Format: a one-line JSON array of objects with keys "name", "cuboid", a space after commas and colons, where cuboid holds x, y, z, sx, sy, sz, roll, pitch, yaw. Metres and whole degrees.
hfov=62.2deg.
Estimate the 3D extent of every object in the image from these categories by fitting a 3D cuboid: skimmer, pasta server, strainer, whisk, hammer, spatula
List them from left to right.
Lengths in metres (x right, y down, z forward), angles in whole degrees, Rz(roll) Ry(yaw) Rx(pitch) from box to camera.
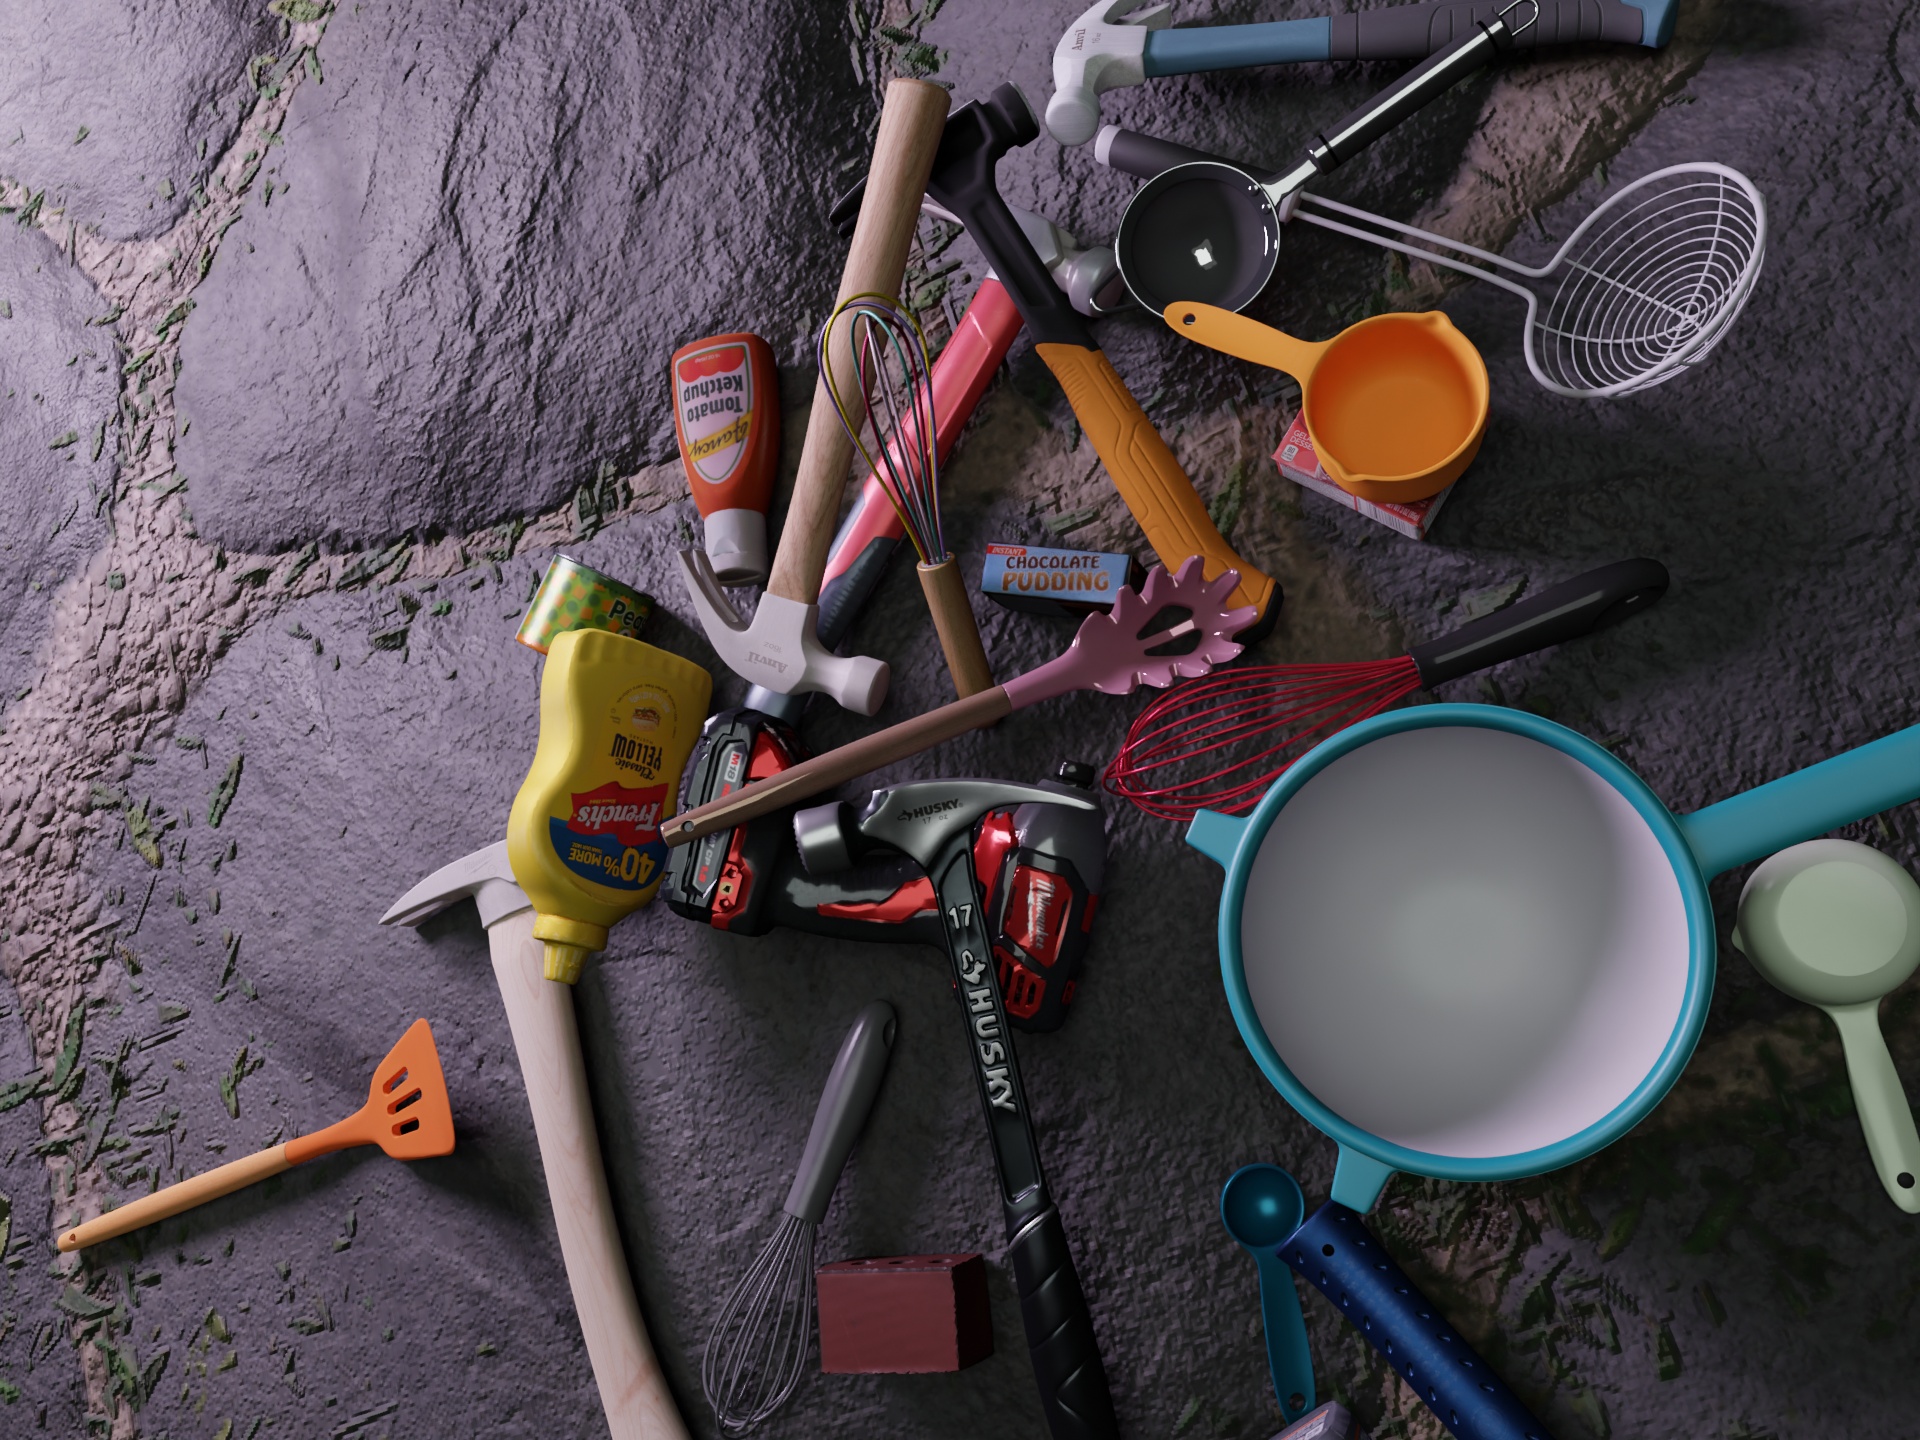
[{"name": "spatula", "cuboid": [-0.433, 0.272, 0.970, 0.322, 0.041, 0.081, -23, 73, 14]}, {"name": "hammer", "cuboid": [-0.224, 0.267, 0.901, 0.146, 0.038, 0.411, -24, 72, 15]}, {"name": "whisk", "cuboid": [-0.081, 0.264, 0.850, 0.055, 0.055, 0.239, 17, 80, 22]}, {"name": "hammer", "cuboid": [-0.066, -0.177, 0.862, 0.130, 0.031, 0.331, 17, 98, 15]}, {"name": "hammer", "cuboid": [-0.058, -0.126, 0.926, 0.143, 0.038, 0.386, 30, 89, 23]}, {"name": "whisk", "cuboid": [-0.015, -0.105, 0.834, 0.051, 0.244, 0.047, 9, 36, 44]}, {"name": "pasta server", "cuboid": [-0.001, -0.003, 0.799, 0.316, 0.040, 0.060, -22, 81, -6]}, {"name": "hammer", "cuboid": [0.036, 0.225, 0.776, 0.149, 0.036, 0.409, -14, 87, 3]}, {"name": "hammer", "cuboid": [0.063, -0.179, 0.862, 0.127, 0.034, 0.337, -32, 81, 5]}, {"name": "strainer", "cuboid": [0.180, -0.284, 0.819, 0.258, 0.050, 0.087, -32, 82, 18]}, {"name": "hammer", "cuboid": [0.216, -0.372, 0.867, 0.331, 0.033, 0.128, 1, 52, 14]}, {"name": "whisk", "cuboid": [0.210, -0.018, 0.800, 0.296, 0.073, 0.073, -22, 72, 8]}, {"name": "skimmer", "cuboid": [0.224, -0.267, 0.829, 0.363, 0.090, 0.127, 26, 91, 22]}, {"name": "strainer", "cuboid": [0.289, 0.077, 0.733, 0.340, 0.095, 0.211, -24, 75, 11]}, {"name": "hammer", "cuboid": [0.300, 0.374, 0.689, 0.144, 0.035, 0.406, -45, 70, 6]}]

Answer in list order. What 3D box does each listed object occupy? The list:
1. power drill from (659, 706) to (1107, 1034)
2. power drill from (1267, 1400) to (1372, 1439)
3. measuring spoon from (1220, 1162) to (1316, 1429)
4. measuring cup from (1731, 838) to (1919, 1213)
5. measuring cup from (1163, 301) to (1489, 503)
[{"name": "power drill", "cuboid": [-0.033, 0.069, 0.840, 0.220, 0.078, 0.143, 15, 89, 9]}, {"name": "power drill", "cuboid": [0.177, 0.445, 0.701, 0.164, 0.084, 0.227, -38, 73, 9]}, {"name": "measuring spoon", "cuboid": [0.153, 0.281, 0.779, 0.042, 0.021, 0.129, -8, 84, -8]}, {"name": "measuring cup", "cuboid": [0.402, 0.134, 0.708, 0.083, 0.038, 0.168, -13, 72, 16]}, {"name": "measuring cup", "cuboid": [0.184, -0.170, 0.810, 0.174, 0.052, 0.095, 28, 87, 23]}]
